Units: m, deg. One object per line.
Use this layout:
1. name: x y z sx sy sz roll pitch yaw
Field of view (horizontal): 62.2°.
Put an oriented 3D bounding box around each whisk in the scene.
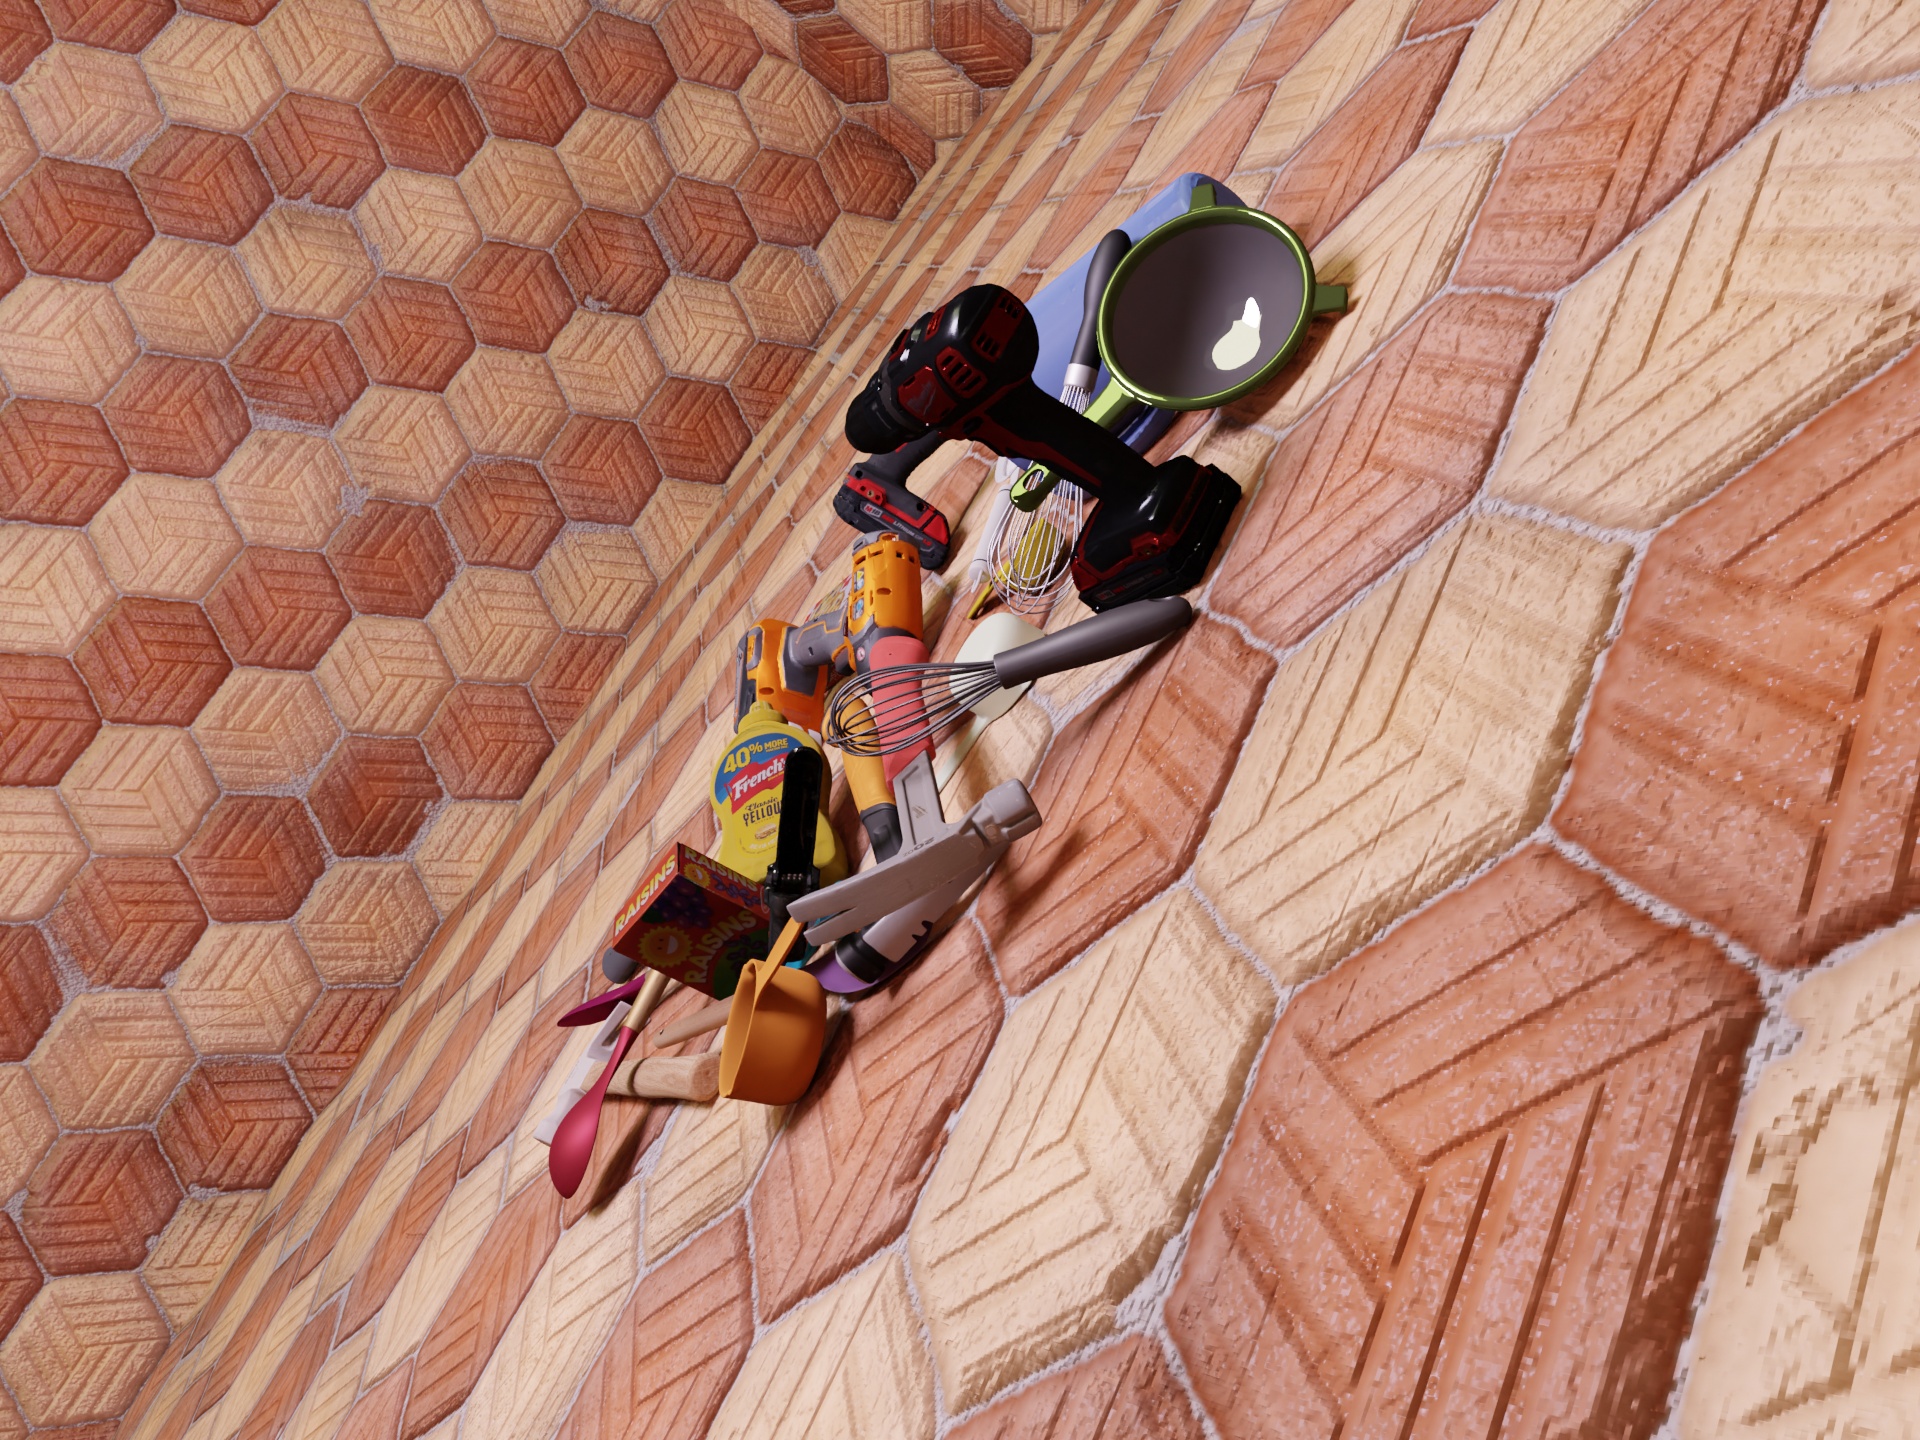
1. whisk: 0.077 -0.213 1.137 0.070 0.070 0.284 -166 91 -71
2. whisk: 0.026 -0.029 0.965 0.239 0.055 0.055 -19 28 11

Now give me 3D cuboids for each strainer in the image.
1. strainer: 0.137 -0.230 1.090 0.256 0.069 0.152 -46 60 8
2. strainer: 0.044 -0.192 1.338 0.087 0.050 0.259 -47 18 47

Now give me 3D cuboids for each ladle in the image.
1. ladle: -0.246 0.221 1.252 0.069 0.031 0.315 -19 41 58

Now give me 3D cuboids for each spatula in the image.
1. spatula: -0.123 0.185 1.090 0.316 0.018 0.060 -28 30 41

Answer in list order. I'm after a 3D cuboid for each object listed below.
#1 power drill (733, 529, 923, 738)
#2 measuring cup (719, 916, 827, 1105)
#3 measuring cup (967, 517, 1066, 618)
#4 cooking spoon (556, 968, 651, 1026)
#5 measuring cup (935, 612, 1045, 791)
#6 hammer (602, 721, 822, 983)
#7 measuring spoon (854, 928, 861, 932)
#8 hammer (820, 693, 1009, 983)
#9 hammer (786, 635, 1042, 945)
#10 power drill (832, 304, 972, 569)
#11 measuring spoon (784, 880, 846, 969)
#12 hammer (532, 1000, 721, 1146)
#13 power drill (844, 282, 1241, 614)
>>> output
1. power drill: -0.114 -0.051 1.414 0.226 0.084 0.164 -32 50 44
2. measuring cup: -0.101 0.171 0.978 0.095 0.052 0.173 -91 23 -46
3. measuring cup: 0.042 -0.107 1.247 0.062 0.029 0.156 -62 7 -26
4. cooking spoon: -0.250 0.212 1.362 0.319 0.068 0.017 -32 64 38
5. measuring cup: -0.002 -0.004 1.129 0.167 0.038 0.083 -56 18 -1
6. hammer: -0.229 0.144 1.416 0.409 0.036 0.149 -40 36 45
7. measuring spoon: -0.034 0.116 1.049 0.117 0.011 0.021 -39 28 32
8. hammer: -0.053 0.050 1.110 0.127 0.034 0.337 -46 23 9
9. hammer: -0.043 0.022 1.038 0.149 0.036 0.359 -28 21 4
10. power drill: -0.013 -0.257 1.477 0.219 0.143 0.079 -59 13 6
11. measuring spoon: -0.102 0.165 1.124 0.128 0.021 0.042 -55 30 28
12. hammer: -0.258 0.284 1.274 0.331 0.031 0.130 -23 36 58
13. power drill: 0.041 -0.162 1.000 0.188 0.226 0.080 -20 38 60
